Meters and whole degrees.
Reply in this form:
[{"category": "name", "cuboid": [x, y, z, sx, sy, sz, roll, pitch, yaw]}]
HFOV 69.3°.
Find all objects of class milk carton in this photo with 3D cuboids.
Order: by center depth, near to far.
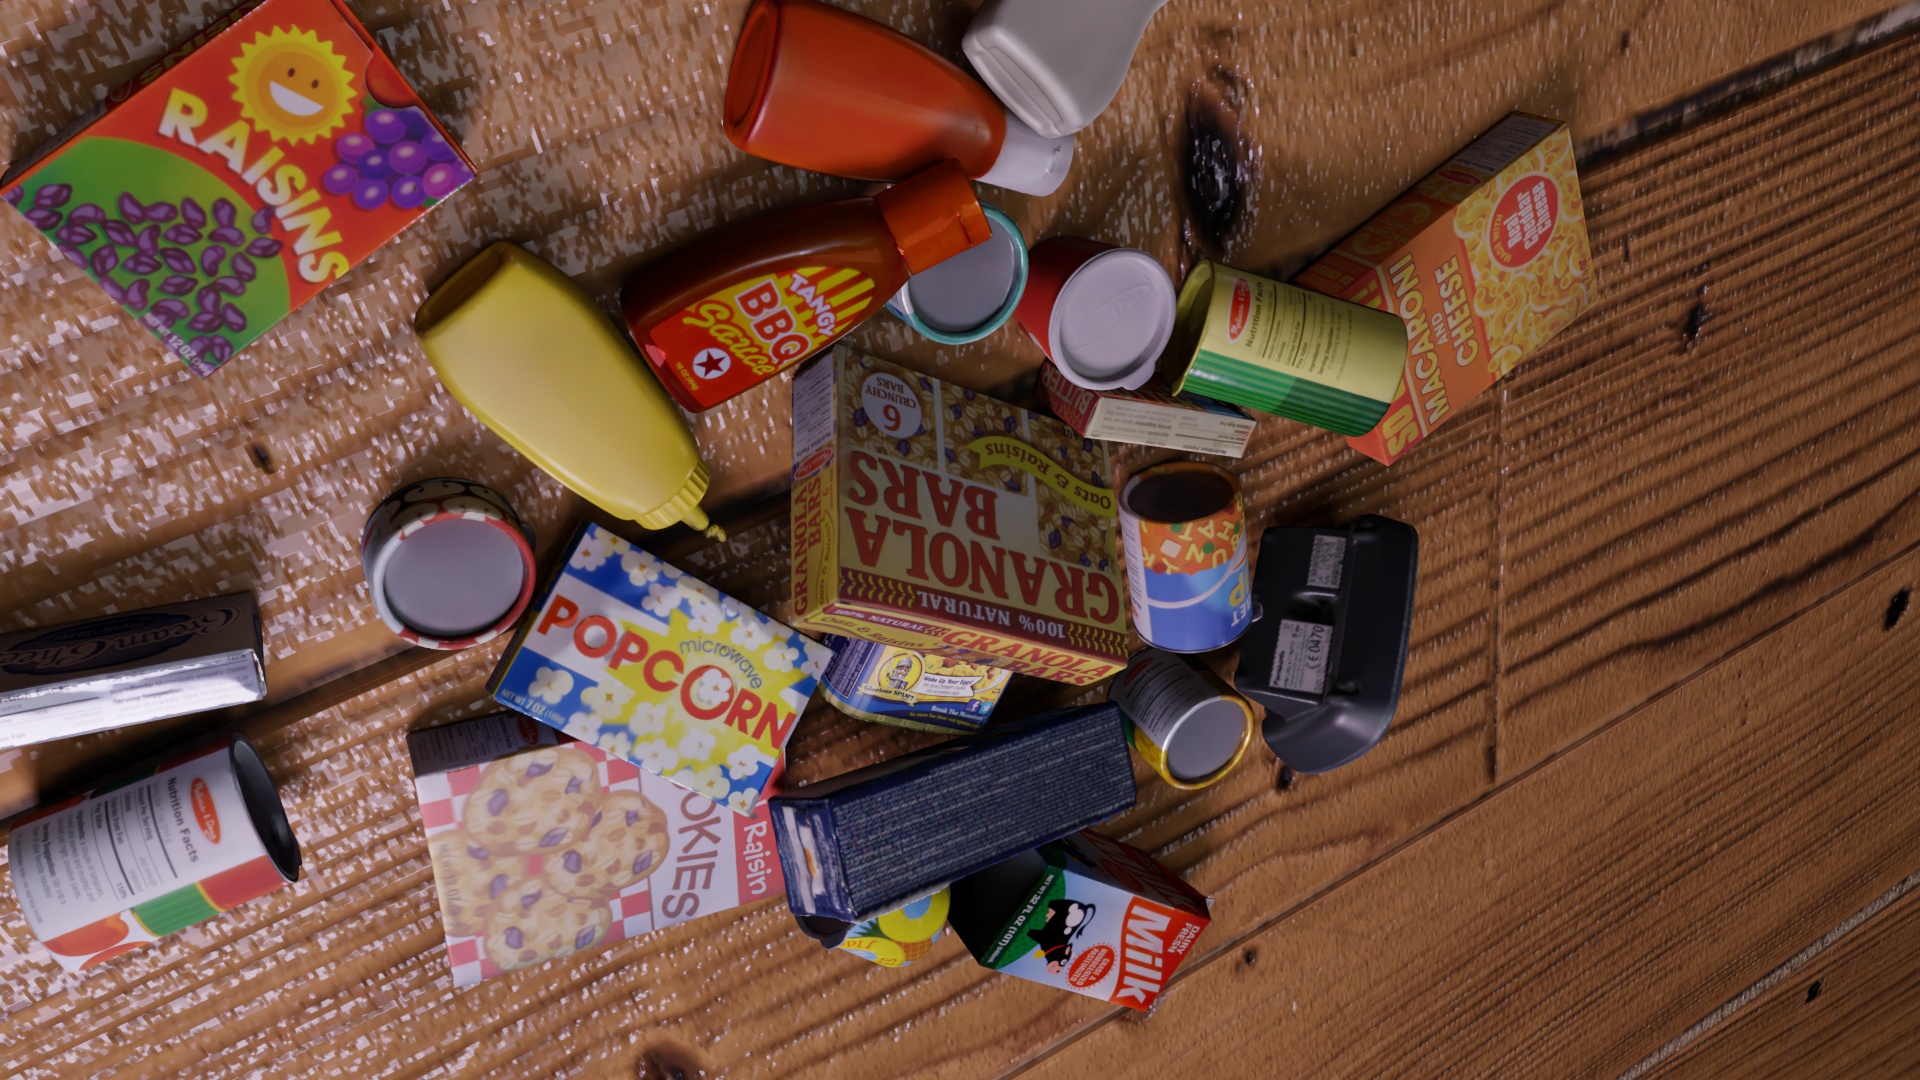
[{"category": "milk carton", "cuboid": [0.079, 0.223, 0.835, 0.190, 0.073, 0.072, 29, 98, -38]}]

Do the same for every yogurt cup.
[{"category": "yogurt cup", "cuboid": [0.060, -0.111, 0.658, 0.072, 0.054, 0.072, -13, 121, -24]}]

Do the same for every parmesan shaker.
[{"category": "parmesan shaker", "cuboid": [0.160, -0.092, 0.694, 0.103, 0.071, 0.071, 15, 109, -9]}]

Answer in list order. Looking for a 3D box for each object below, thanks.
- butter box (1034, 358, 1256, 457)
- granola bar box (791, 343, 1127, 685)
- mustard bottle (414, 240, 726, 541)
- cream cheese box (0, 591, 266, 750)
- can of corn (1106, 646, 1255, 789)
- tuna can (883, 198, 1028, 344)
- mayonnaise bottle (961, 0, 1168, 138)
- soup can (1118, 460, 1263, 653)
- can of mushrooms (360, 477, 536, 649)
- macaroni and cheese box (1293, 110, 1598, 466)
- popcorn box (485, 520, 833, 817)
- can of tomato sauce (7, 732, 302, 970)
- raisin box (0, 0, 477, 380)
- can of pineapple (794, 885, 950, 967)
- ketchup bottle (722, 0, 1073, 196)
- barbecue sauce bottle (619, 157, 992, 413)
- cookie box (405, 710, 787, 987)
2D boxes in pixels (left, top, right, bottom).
[{"category": "butter box", "cuboid": [0.094, -0.067, 0.703, 0.104, 0.053, 0.024, 5, 115, -31]}, {"category": "granola bar box", "cuboid": [0.002, -0.008, 0.642, 0.165, 0.124, 0.039, 15, 150, -35]}, {"category": "mustard bottle", "cuboid": [-0.150, -0.048, 0.575, 0.065, 0.049, 0.159, -41, 128, -3]}, {"category": "cream cheese box", "cuboid": [-0.321, 0.049, 0.525, 0.104, 0.053, 0.024, -11, 118, -25]}, {"category": "can of corn", "cuboid": [0.130, 0.104, 0.811, 0.071, 0.058, 0.070, -13, 121, -23]}, {"category": "tuna can", "cuboid": [-0.002, -0.124, 0.630, 0.071, 0.033, 0.070, -13, 121, -23]}, {"category": "mayonnaise bottle", "cuboid": [0.065, -0.241, 0.579, 0.064, 0.041, 0.148, 42, 74, -25]}, {"category": "soup can", "cuboid": [0.125, 0.008, 0.750, 0.071, 0.071, 0.083, -23, 124, -18]}, {"category": "can of mushrooms", "cuboid": [-0.211, 0.010, 0.581, 0.071, 0.033, 0.070, -13, 120, -23]}, {"category": "macaroni and cheese box", "cuboid": [0.274, -0.139, 0.776, 0.167, 0.040, 0.123, -37, 127, -9]}, {"category": "popcorn box", "cuboid": [-0.131, 0.057, 0.614, 0.126, 0.038, 0.085, 31, 78, -21]}, {"category": "can of tomato sauce", "cuboid": [-0.321, 0.125, 0.559, 0.083, 0.071, 0.070, -22, 124, -17]}, {"category": "raisin box", "cuboid": [-0.246, -0.129, 0.483, 0.123, 0.040, 0.086, -40, 127, -7]}, {"category": "can of pineapple", "cuboid": [-0.048, 0.192, 0.749, 0.058, 0.071, 0.071, 36, 94, -38]}, {"category": "ketchup bottle", "cuboid": [-0.021, -0.178, 0.583, 0.149, 0.044, 0.064, 6, 114, -32]}, {"category": "barbecue sauce bottle", "cuboid": [-0.061, -0.109, 0.573, 0.148, 0.044, 0.064, -26, 140, 3]}, {"category": "cookie box", "cuboid": [-0.167, 0.132, 0.667, 0.168, 0.040, 0.122, -11, 119, -24]}]
